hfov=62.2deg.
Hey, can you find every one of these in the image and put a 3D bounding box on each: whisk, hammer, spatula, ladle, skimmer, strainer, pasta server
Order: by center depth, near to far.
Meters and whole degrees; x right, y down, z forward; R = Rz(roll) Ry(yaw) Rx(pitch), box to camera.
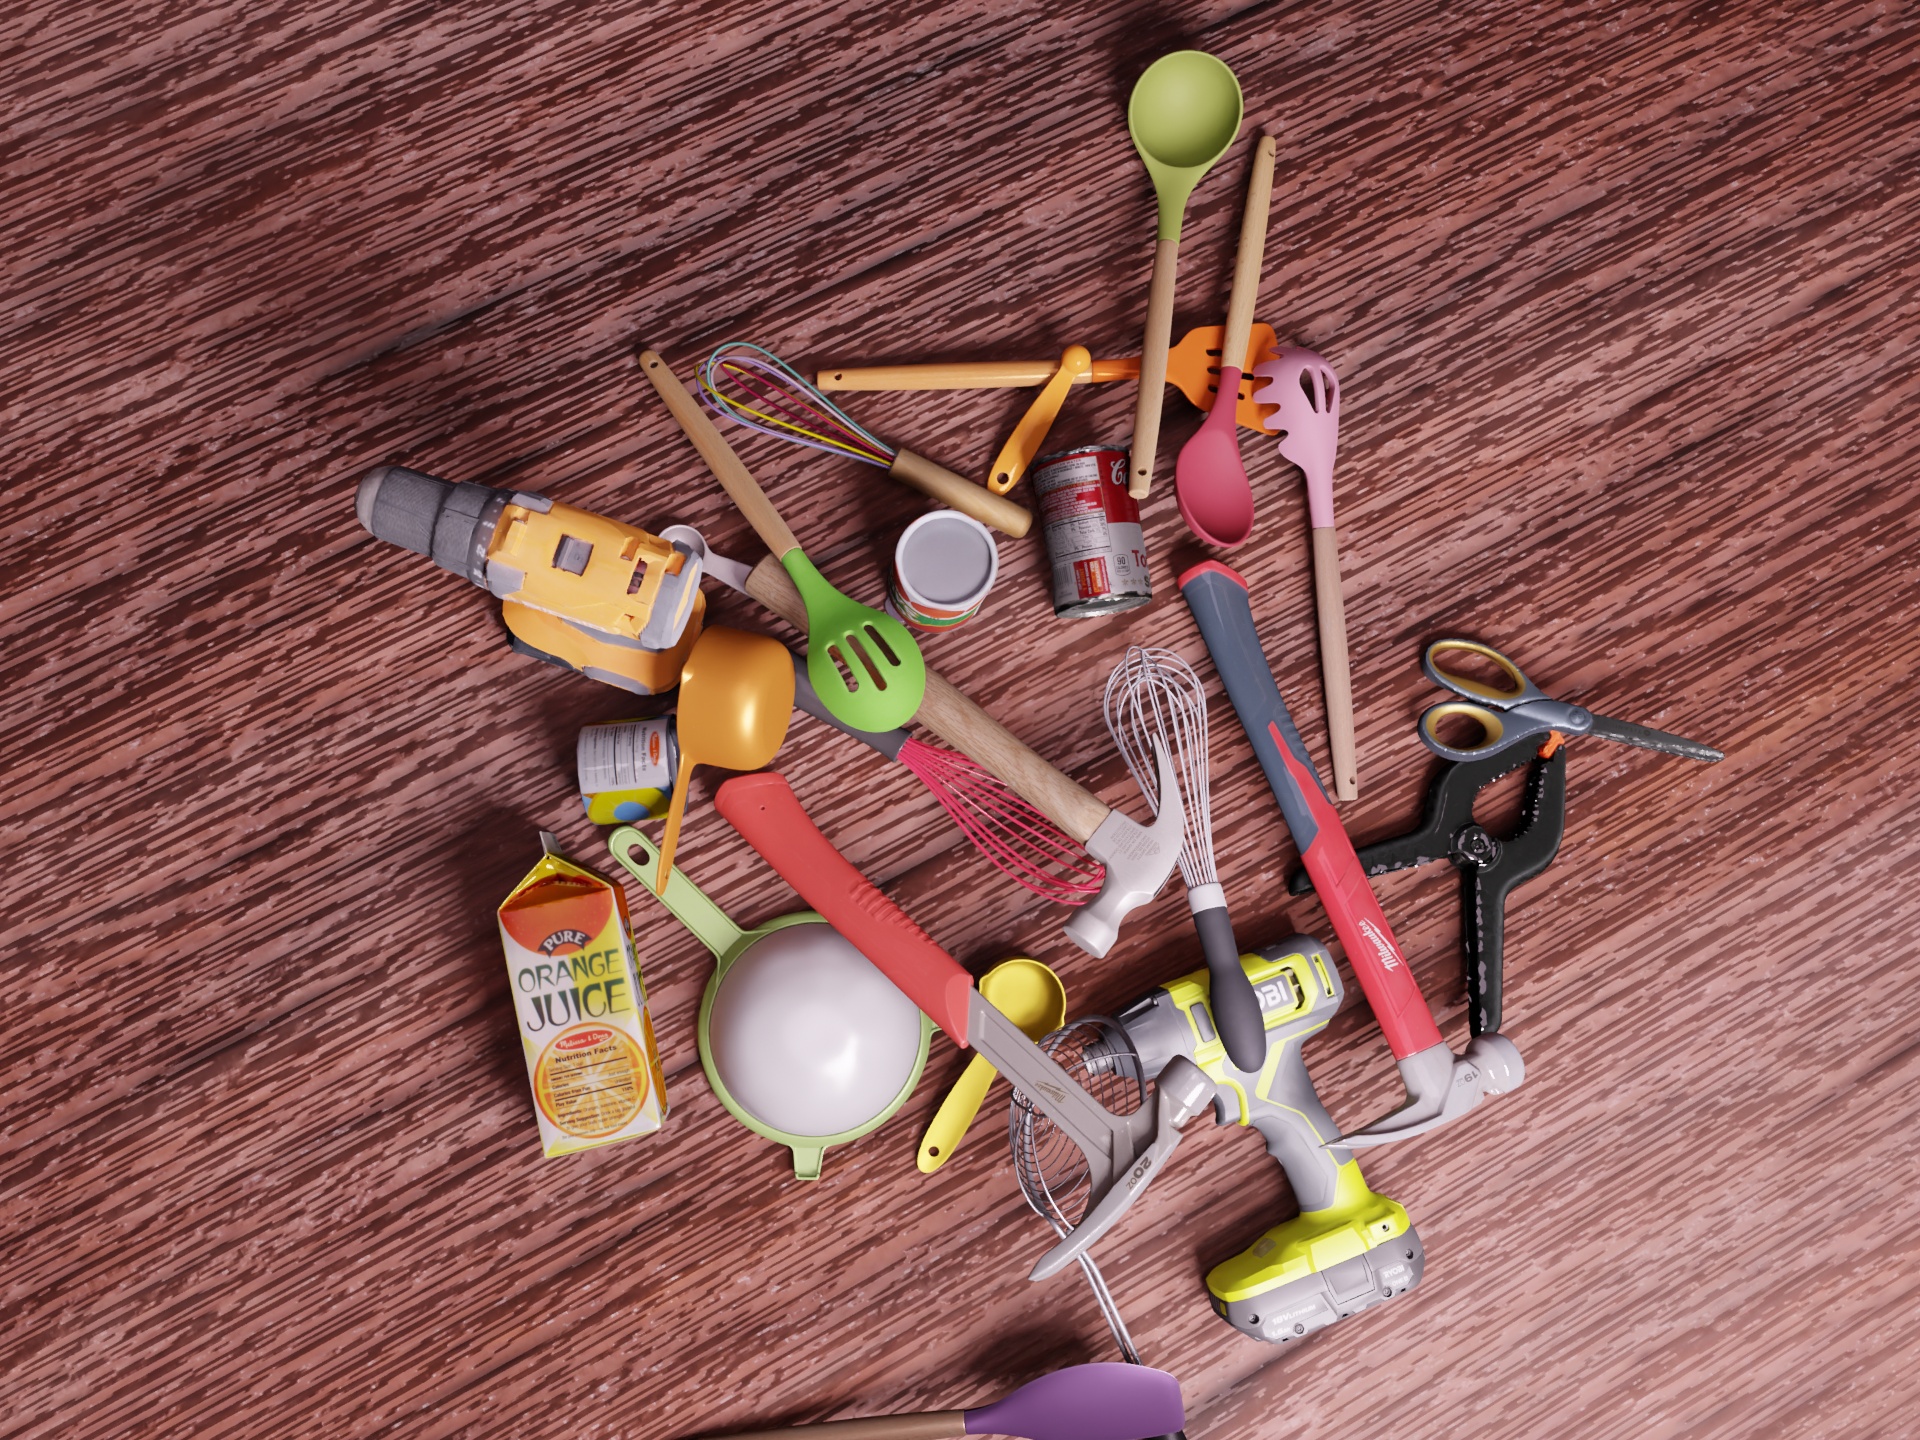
[{"bbox_3d":[-0.028,0.158,0.953,0.359,0.036,0.149,39,81,24],"label":"hammer"},{"bbox_3d":[-0.022,0.430,0.972,0.316,0.018,0.059,-10,108,7],"label":"spatula"},{"bbox_3d":[0.122,0.363,0.991,0.090,0.127,0.363,-28,102,-27],"label":"skimmer"},{"bbox_3d":[-0.128,0.159,0.999,0.256,0.069,0.151,45,82,-1],"label":"strainer"},{"bbox_3d":[-0.002,-0.003,1.000,0.331,0.031,0.130,38,77,13],"label":"hammer"},{"bbox_3d":[0.149,0.083,1.015,0.070,0.070,0.285,-11,72,-7],"label":"whisk"},{"bbox_3d":[0.216,0.075,1.019,0.143,0.038,0.386,-17,75,-23],"label":"hammer"},{"bbox_3d":[-0.020,0.027,1.034,0.296,0.073,0.073,32,82,5],"label":"whisk"},{"bbox_3d":[0.137,-0.300,1.060,0.078,0.062,0.320,8,74,1],"label":"ladle"},{"bbox_3d":[-0.063,-0.185,1.061,0.245,0.047,0.051,25,94,-7],"label":"whisk"},{"bbox_3d":[0.187,-0.261,1.080,0.069,0.031,0.315,20,72,-30],"label":"ladle"},{"bbox_3d":[0.246,-0.103,1.086,0.060,0.040,0.316,-5,89,-20],"label":"pasta server"},{"bbox_3d":[0.064,-0.234,1.087,0.322,0.041,0.081,-2,83,-2],"label":"spatula"}]

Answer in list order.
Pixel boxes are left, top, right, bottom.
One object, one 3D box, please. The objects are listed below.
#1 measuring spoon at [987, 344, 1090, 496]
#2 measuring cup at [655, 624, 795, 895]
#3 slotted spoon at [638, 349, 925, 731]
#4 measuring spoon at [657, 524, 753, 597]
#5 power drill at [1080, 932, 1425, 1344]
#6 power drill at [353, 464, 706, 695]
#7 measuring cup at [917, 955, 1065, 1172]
[{"bbox_3d":[0.052,-0.200,1.068,0.021,0.011,0.117,31,101,-8],"label":"measuring spoon"},{"bbox_3d":[-0.144,0.027,0.979,0.052,0.095,0.174,9,74,10],"label":"measuring cup"},{"bbox_3d":[-0.124,-0.124,1.016,0.070,0.031,0.314,-33,72,-10],"label":"slotted spoon"},{"bbox_3d":[-0.145,-0.093,1.056,0.124,0.018,0.034,24,78,-9],"label":"measuring spoon"},{"bbox_3d":[0.187,0.268,1.018,0.171,0.080,0.223,-19,82,-8],"label":"power drill"},{"bbox_3d":[-0.241,-0.083,0.935,0.185,0.226,0.084,18,82,-3],"label":"power drill"},{"bbox_3d":[0.014,0.223,1.034,0.062,0.029,0.156,30,94,-4],"label":"measuring cup"}]
